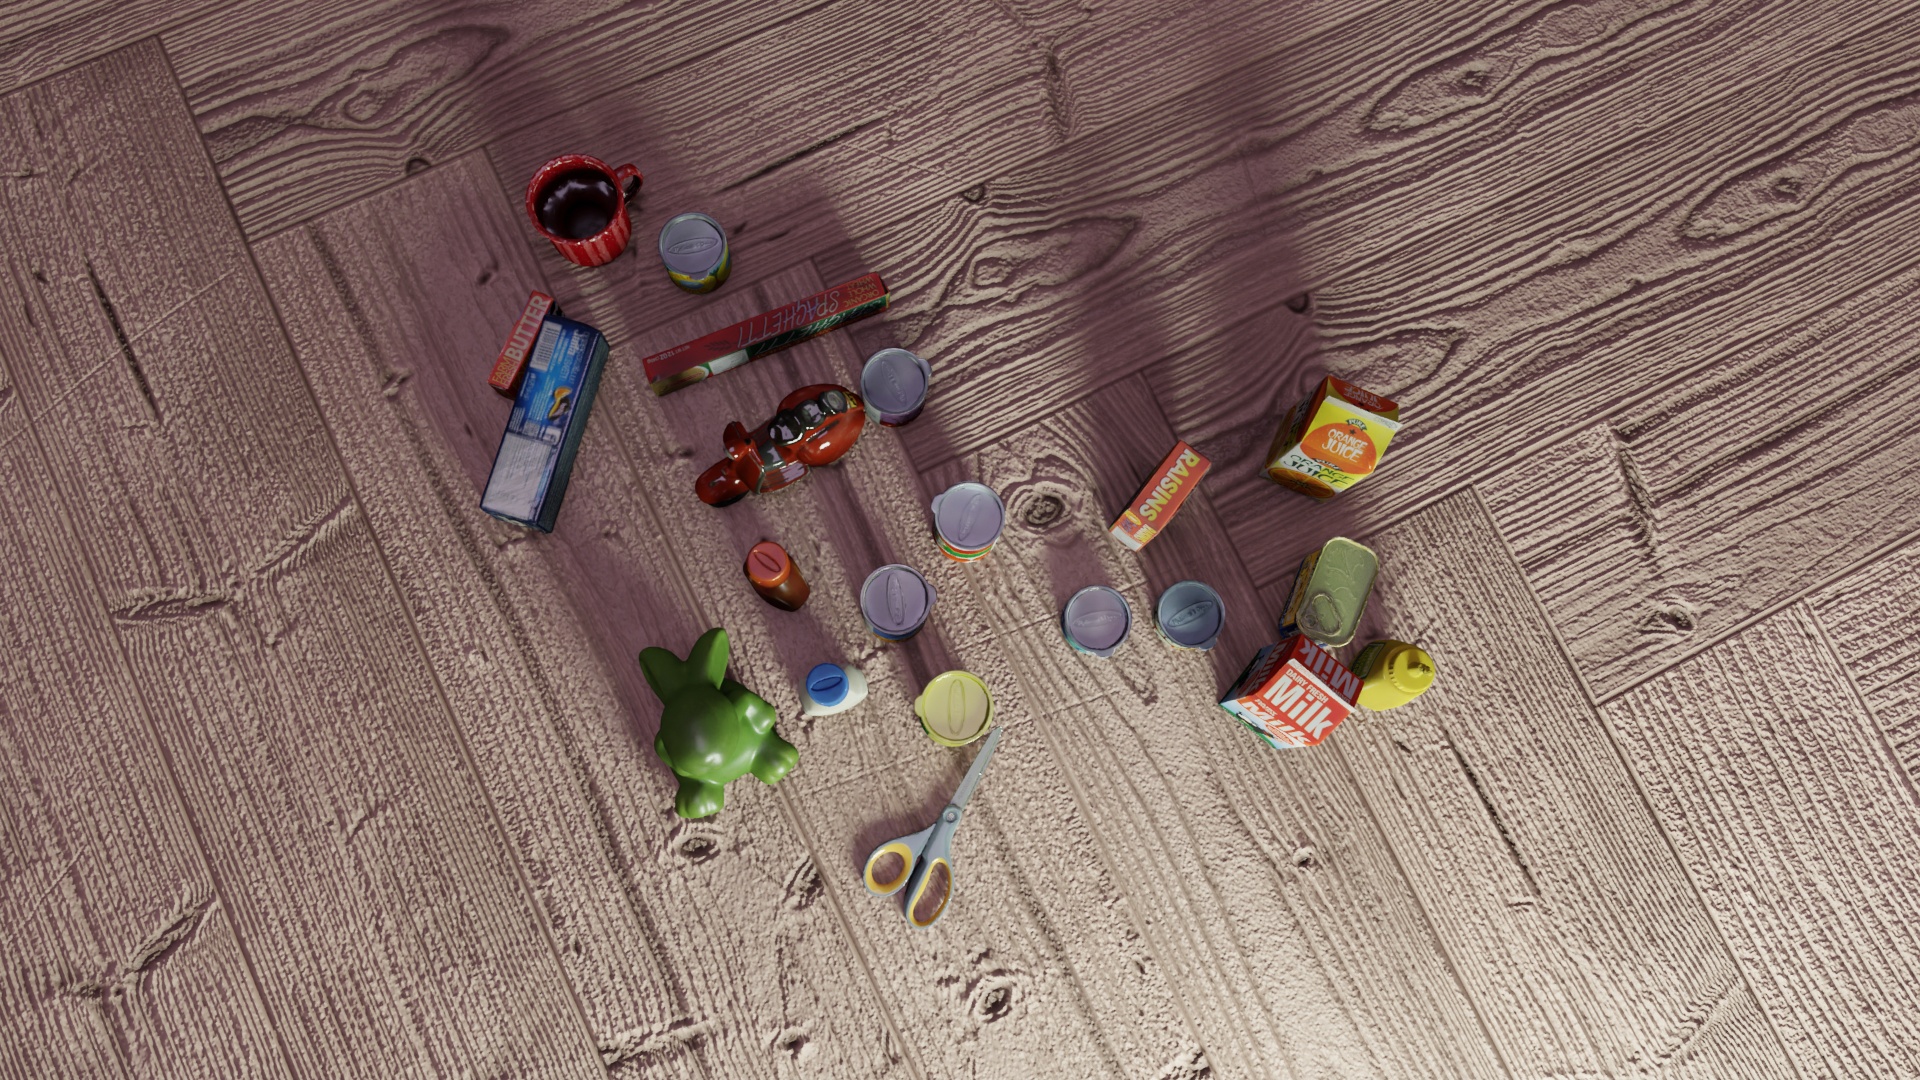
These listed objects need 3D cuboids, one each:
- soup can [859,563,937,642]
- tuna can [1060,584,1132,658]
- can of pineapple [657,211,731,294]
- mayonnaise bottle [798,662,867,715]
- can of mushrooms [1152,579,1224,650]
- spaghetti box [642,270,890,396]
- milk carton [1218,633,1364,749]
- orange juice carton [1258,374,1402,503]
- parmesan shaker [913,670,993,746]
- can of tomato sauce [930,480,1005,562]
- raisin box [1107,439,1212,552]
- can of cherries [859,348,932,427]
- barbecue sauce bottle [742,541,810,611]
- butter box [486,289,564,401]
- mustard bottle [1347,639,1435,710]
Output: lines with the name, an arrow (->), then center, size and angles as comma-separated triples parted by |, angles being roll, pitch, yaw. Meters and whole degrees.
soup can -> -0.059, 0.060, 1.313 | 0.071, 0.083, 0.071 | 1, 80, -3
tuna can -> 0.132, 0.080, 1.346 | 0.071, 0.032, 0.071 | 1, 80, -3
can of pineapple -> -0.263, -0.282, 1.377 | 0.071, 0.057, 0.071 | 1, 80, -3
mayonnaise bottle -> -0.118, 0.134, 1.264 | 0.065, 0.148, 0.041 | -18, 82, -6
can of mushrooms -> 0.222, 0.075, 1.351 | 0.071, 0.033, 0.071 | 1, 80, -3
spaghetti box -> -0.189, -0.204, 1.371 | 0.250, 0.050, 0.029 | -22, 82, -7
milk carton -> 0.303, 0.138, 1.265 | 0.072, 0.190, 0.073 | 39, 81, 4
orange juice carton -> 0.350, -0.098, 1.308 | 0.072, 0.192, 0.073 | 23, 80, 1
parmesan shaker -> -0.008, 0.157, 1.289 | 0.071, 0.103, 0.071 | 1, 80, -3
can of tomato sauce -> 0.005, -0.017, 1.331 | 0.071, 0.083, 0.071 | 1, 80, -3
raisin box -> 0.188, -0.040, 1.325 | 0.040, 0.123, 0.086 | 38, 81, 4
can of cherries -> -0.063, -0.149, 1.364 | 0.071, 0.058, 0.071 | 1, 80, -3
barbecue sauce bottle -> -0.172, 0.031, 1.280 | 0.065, 0.148, 0.044 | 38, 81, 4
butter box -> -0.422, -0.188, 1.354 | 0.024, 0.053, 0.103 | 23, 80, 1
mustard bottle -> 0.404, 0.122, 1.288 | 0.049, 0.160, 0.065 | 32, 80, 3
